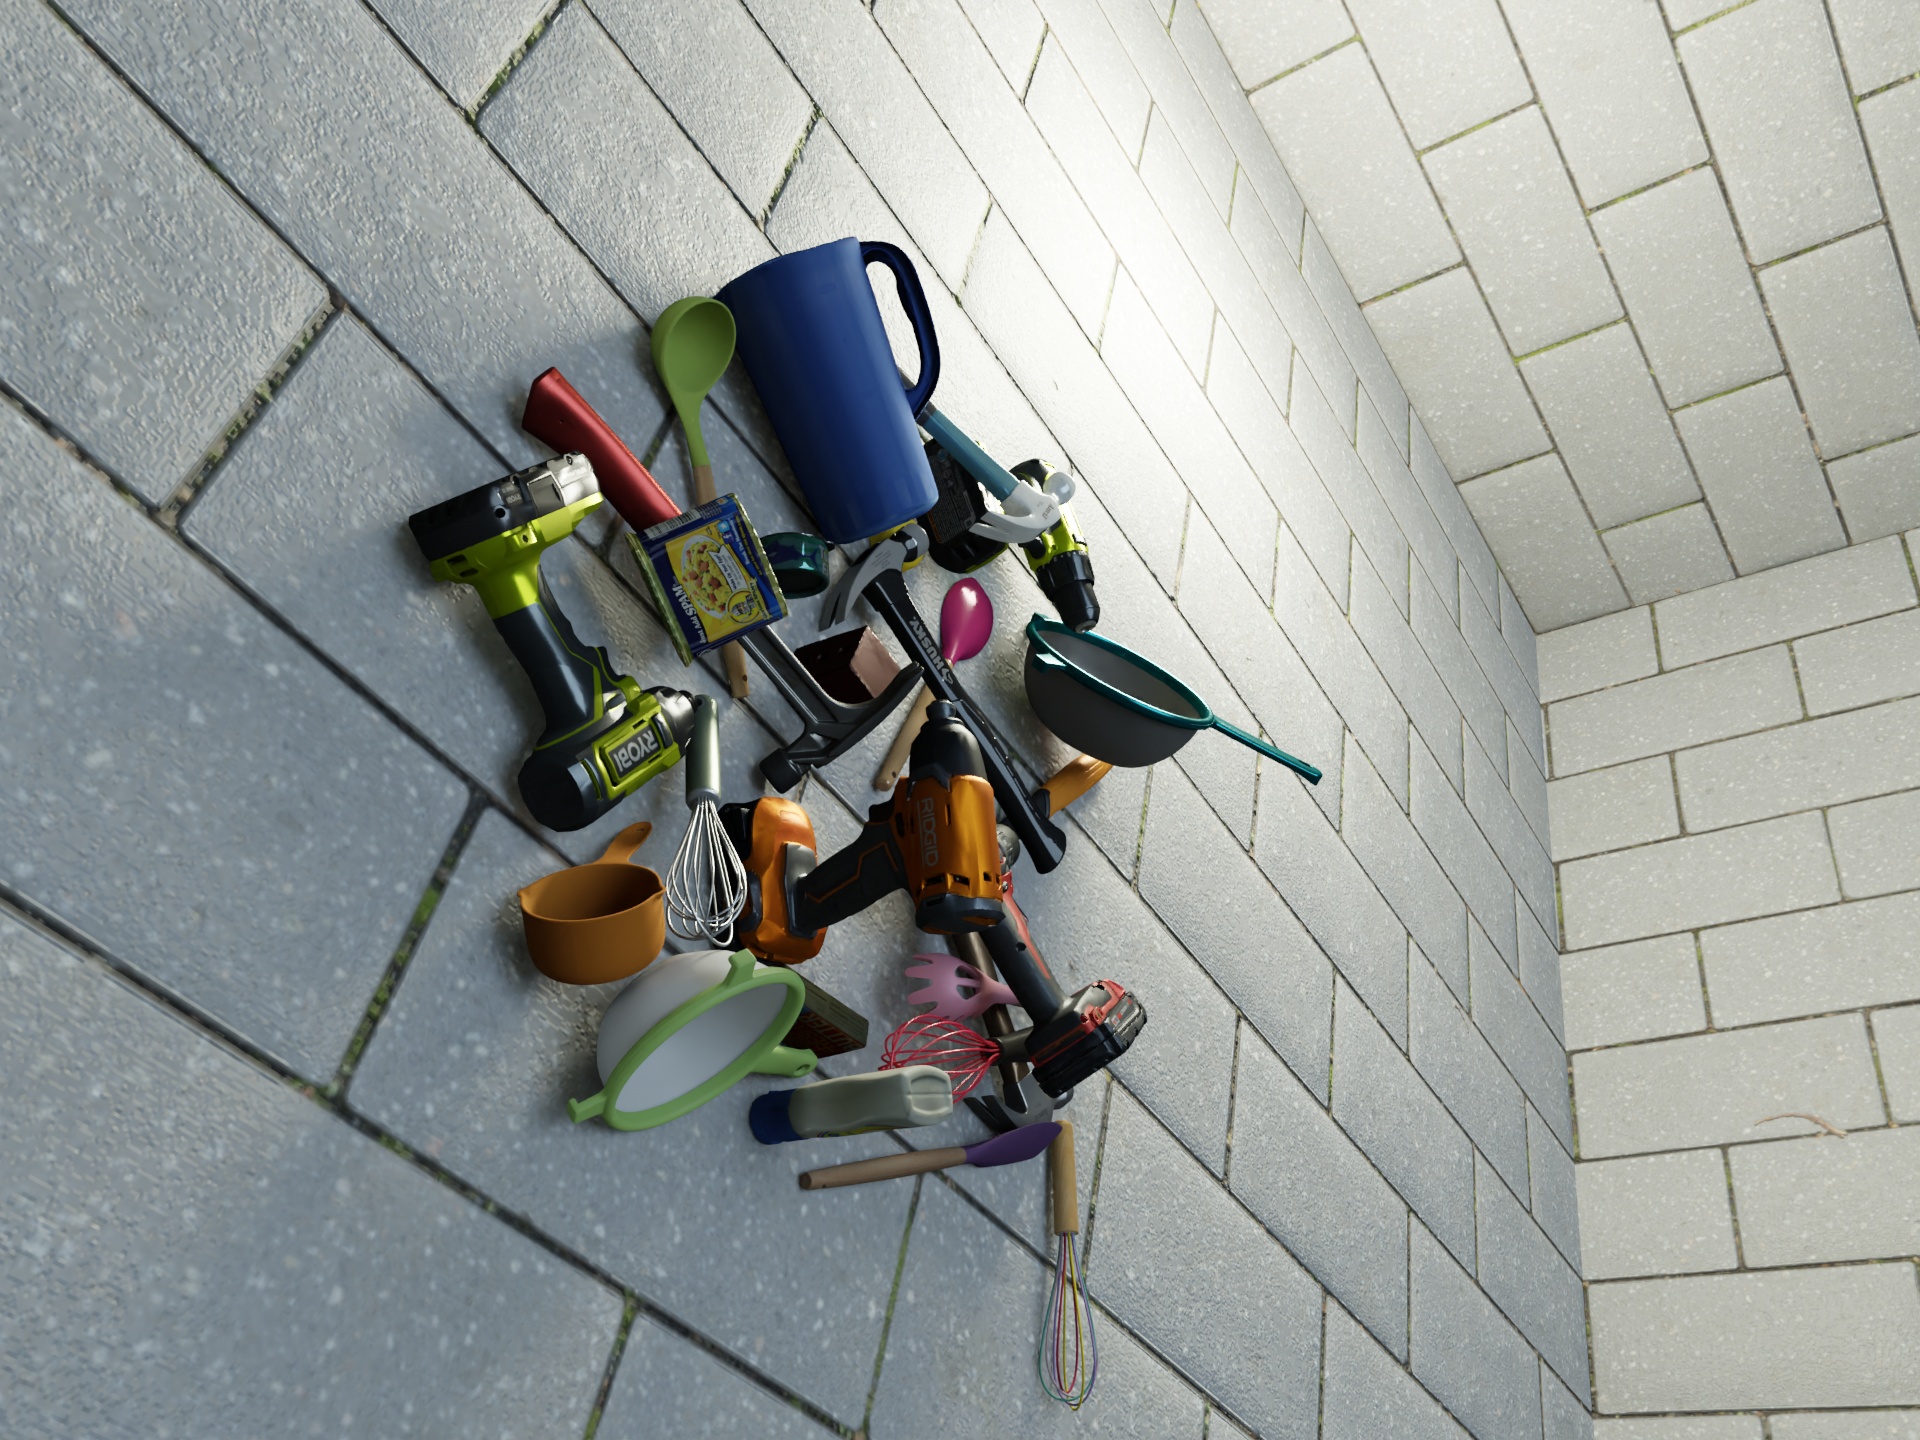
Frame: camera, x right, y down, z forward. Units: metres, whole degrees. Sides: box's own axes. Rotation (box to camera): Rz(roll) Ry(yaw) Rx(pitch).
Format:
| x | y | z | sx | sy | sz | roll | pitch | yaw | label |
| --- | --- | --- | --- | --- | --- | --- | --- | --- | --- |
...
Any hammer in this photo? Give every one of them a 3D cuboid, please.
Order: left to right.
| x | y | z | sx | sy | sz | roll | pitch | yaw | label |
| --- | --- | --- | --- | --- | --- | --- | --- | --- | --- |
| -0.186 | -0.117 | 1.183 | 0.358 | 0.149 | 0.037 | 51 | -3 | -22 | hammer |
| -0.038 | -0.288 | 1.459 | 0.331 | 0.033 | 0.128 | 42 | 45 | -9 | hammer |
| -0.002 | -0.005 | 1.425 | 0.146 | 0.035 | 0.334 | -43 | 107 | -43 | hammer |
| 0.012 | 0.208 | 1.400 | 0.130 | 0.031 | 0.331 | -21 | 93 | -59 | hammer |
| 0.093 | 0.085 | 1.584 | 0.337 | 0.034 | 0.127 | -34 | 103 | -58 | hammer |

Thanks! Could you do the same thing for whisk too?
| x | y | z | sx | sy | sz | roll | pitch | yaw | label |
| --- | --- | --- | --- | --- | --- | --- | --- | --- | --- |
| -0.178 | 0.062 | 1.104 | 0.059 | 0.058 | 0.247 | 56 | 14 | -37 | whisk |
| 0.018 | 0.270 | 1.293 | 0.295 | 0.073 | 0.073 | 14 | 64 | -62 | whisk |
| 0.092 | 0.473 | 1.394 | 0.047 | 0.051 | 0.245 | 64 | 21 | -55 | whisk |

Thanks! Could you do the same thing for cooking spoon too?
| x | y | z | sx | sy | sz | roll | pitch | yaw | label |
| --- | --- | --- | --- | --- | --- | --- | --- | --- | --- |
| -0.021 | -0.037 | 1.481 | 0.068 | 0.017 | 0.319 | 56 | 35 | -23 | cooking spoon |

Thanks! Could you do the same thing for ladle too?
| x | y | z | sx | sy | sz | roll | pitch | yaw | label |
| --- | --- | --- | --- | --- | --- | --- | --- | --- | --- |
| -0.190 | -0.177 | 1.251 | 0.078 | 0.062 | 0.320 | -1 | 79 | -57 | ladle |

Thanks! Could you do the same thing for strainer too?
| x | y | z | sx | sy | sz | roll | pitch | yaw | label |
| --- | --- | --- | --- | --- | --- | --- | --- | --- | --- |
| -0.165 | 0.207 | 1.081 | 0.069 | 0.151 | 0.256 | 49 | 2 | 23 | strainer |
| 0.200 | 0.014 | 1.617 | 0.340 | 0.095 | 0.211 | 27 | 16 | -6 | strainer |

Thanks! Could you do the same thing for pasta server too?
| x | y | z | sx | sy | sz | roll | pitch | yaw | label |
| --- | --- | --- | --- | --- | --- | --- | --- | --- | --- |
| 0.053 | 0.245 | 1.393 | 0.316 | 0.040 | 0.060 | 25 | 54 | -56 | pasta server |

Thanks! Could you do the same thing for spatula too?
| x | y | z | sx | sy | sz | roll | pitch | yaw | label |
| --- | --- | --- | --- | --- | --- | --- | --- | --- | --- |
| -0.015 | 0.352 | 1.280 | 0.315 | 0.059 | 0.018 | 10 | 36 | -51 | spatula |

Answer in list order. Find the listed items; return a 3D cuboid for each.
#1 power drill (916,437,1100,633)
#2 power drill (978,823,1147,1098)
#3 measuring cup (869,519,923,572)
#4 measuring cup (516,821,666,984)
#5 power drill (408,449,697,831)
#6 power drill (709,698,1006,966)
| x | y | z | sx | sy | sz | roll | pitch | yaw | label |
| --- | --- | --- | --- | --- | --- | --- | --- | --- | --- |
| 0.054 | -0.187 | 1.592 | 0.228 | 0.080 | 0.191 | 10 | 55 | -55 | power drill |
| 0.057 | 0.184 | 1.334 | 0.227 | 0.080 | 0.188 | 54 | 17 | 6 | power drill |
| -0.081 | -0.204 | 1.456 | 0.156 | 0.029 | 0.062 | 58 | 34 | -26 | measuring cup |
| -0.227 | 0.118 | 1.044 | 0.174 | 0.095 | 0.052 | -77 | 165 | -73 | measuring cup |
| -0.260 | -0.058 | 1.066 | 0.223 | 0.080 | 0.171 | 68 | 28 | -13 | power drill |
| -0.073 | 0.084 | 1.138 | 0.084 | 0.226 | 0.164 | 23 | 57 | -52 | power drill |
